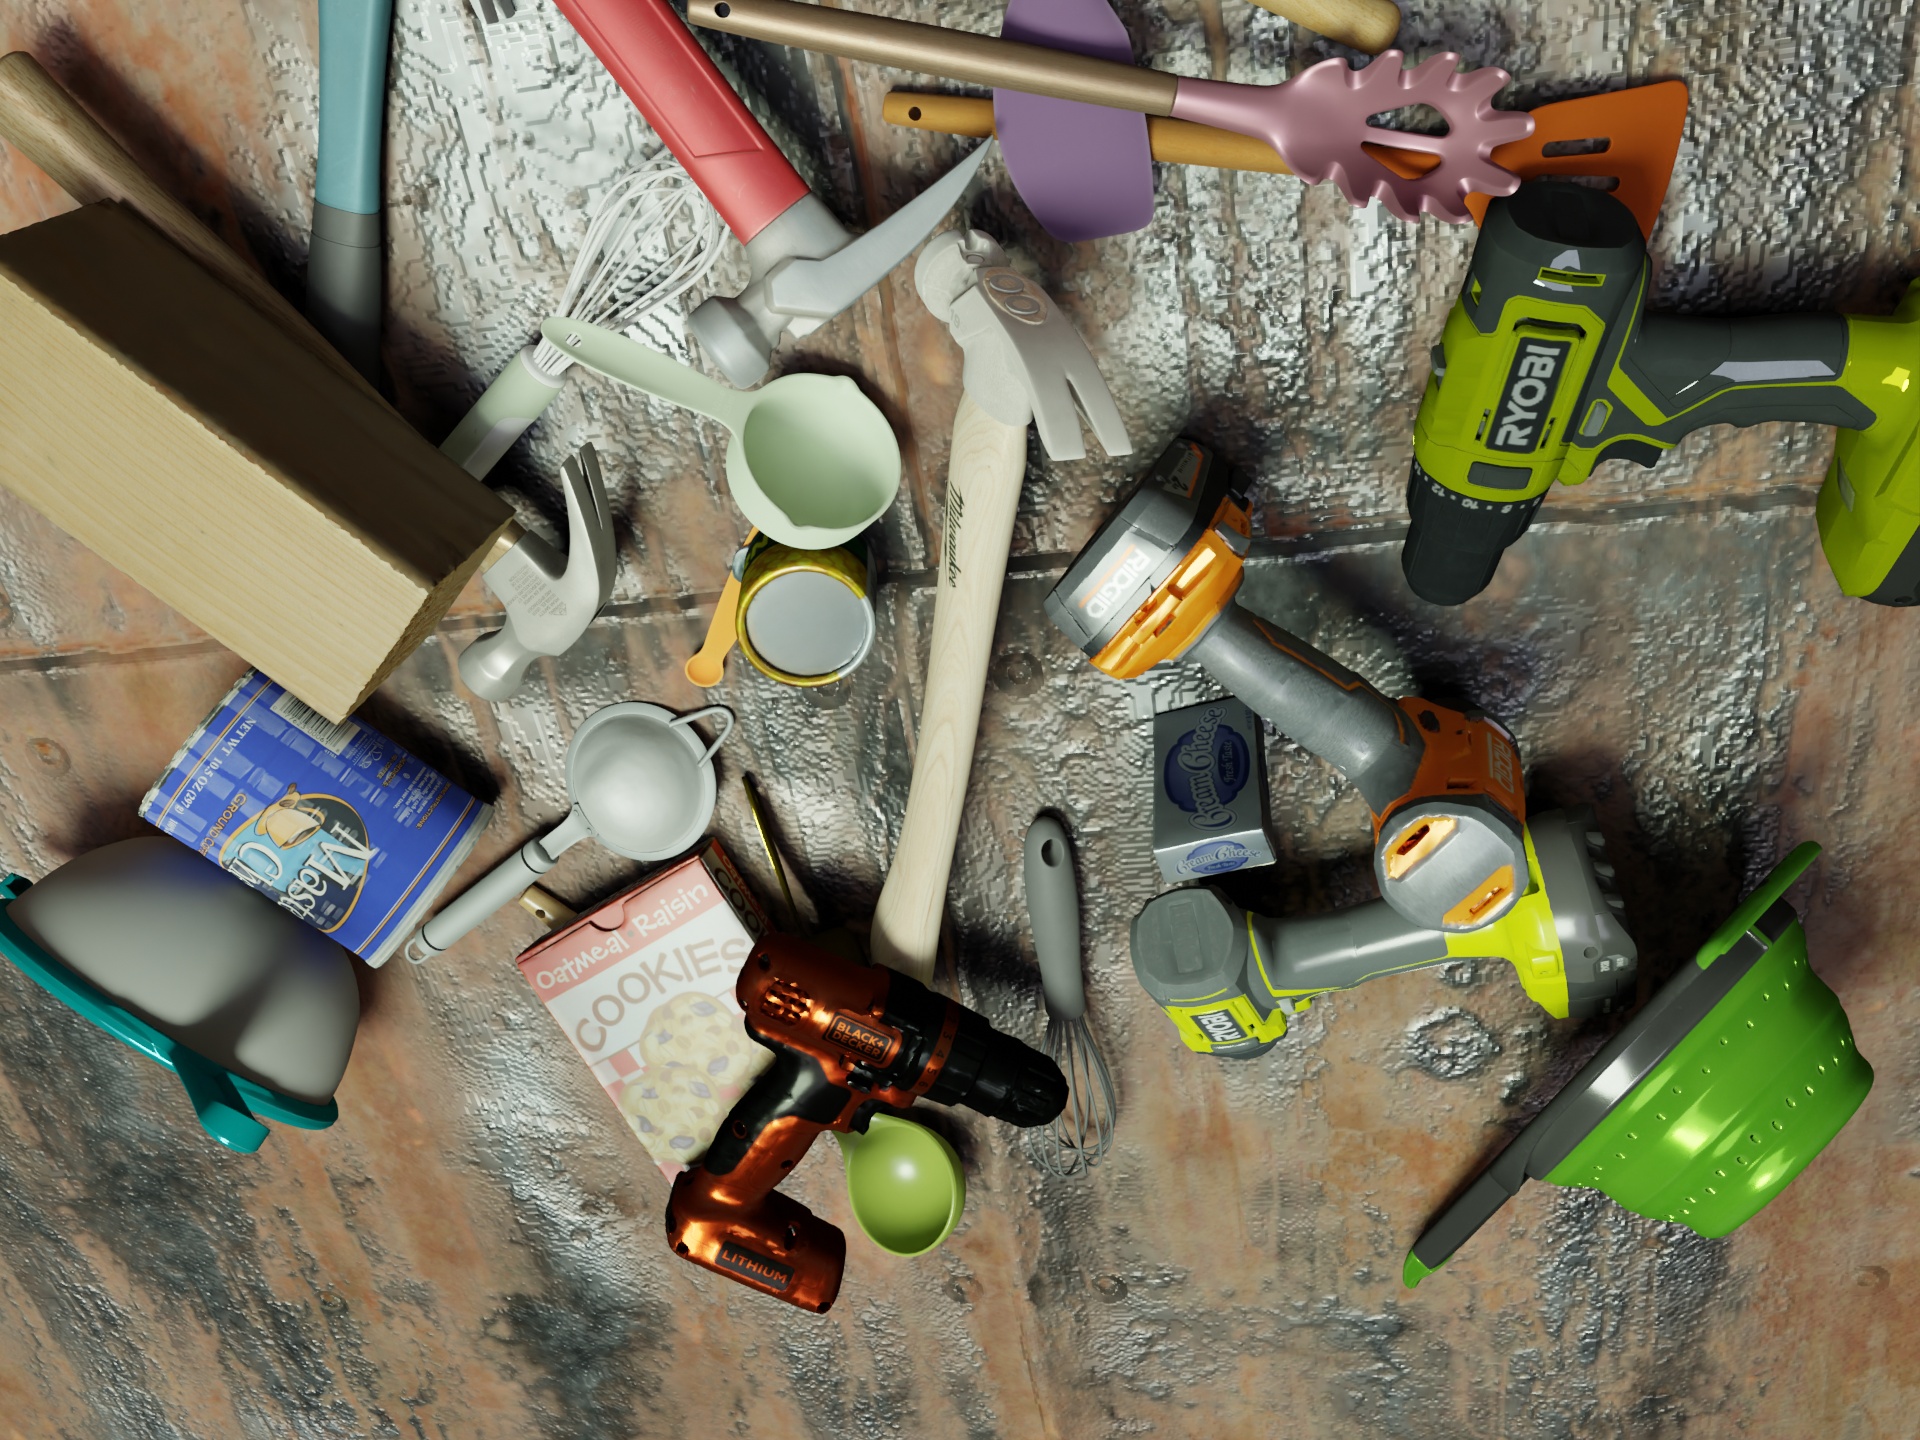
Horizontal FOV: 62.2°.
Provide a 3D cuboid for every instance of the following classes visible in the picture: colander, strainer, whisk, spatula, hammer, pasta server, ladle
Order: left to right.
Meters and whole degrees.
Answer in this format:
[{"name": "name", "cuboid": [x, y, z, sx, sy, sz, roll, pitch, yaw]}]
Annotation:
[{"name": "strainer", "cuboid": [-0.370, 0.130, 0.809, 0.210, 0.340, 0.095, 42, 72, -28]}, {"name": "hammer", "cuboid": [-0.287, -0.157, 0.705, 0.130, 0.031, 0.331, -36, 108, 27]}, {"name": "hammer", "cuboid": [-0.274, -0.217, 0.707, 0.128, 0.033, 0.330, 15, 121, -1]}, {"name": "strainer", "cuboid": [-0.222, 0.070, 0.861, 0.258, 0.050, 0.087, -35, 92, 25]}, {"name": "whisk", "cuboid": [-0.183, -0.165, 0.720, 0.246, 0.057, 0.059, -38, 74, 29]}, {"name": "hammer", "cuboid": [-0.153, -0.323, 0.604, 0.143, 0.038, 0.386, -39, 102, 2]}, {"name": "ladle", "cuboid": [-0.126, 0.201, 0.922, 0.320, 0.062, 0.078, 39, 111, -12]}, {"name": "hammer", "cuboid": [-0.001, -0.002, 0.731, 0.038, 0.146, 0.410, -8, 135, -19]}, {"name": "spatula", "cuboid": [0.021, -0.316, 0.565, 0.060, 0.018, 0.315, -6, 132, 12]}, {"name": "whisk", "cuboid": [0.055, 0.158, 0.881, 0.055, 0.055, 0.238, -3, 116, 9]}, {"name": "pasta server", "cuboid": [0.054, -0.240, 0.597, 0.316, 0.040, 0.060, 9, 108, -4]}, {"name": "whisk", "cuboid": [0.058, -0.314, 0.605, 0.245, 0.047, 0.051, 20, 128, -10]}, {"name": "spatula", "cuboid": [0.128, -0.235, 0.652, 0.322, 0.041, 0.081, 9, 122, 6]}, {"name": "colander", "cuboid": [0.338, 0.227, 0.810, 0.095, 0.204, 0.396, 44, 143, 23]}]

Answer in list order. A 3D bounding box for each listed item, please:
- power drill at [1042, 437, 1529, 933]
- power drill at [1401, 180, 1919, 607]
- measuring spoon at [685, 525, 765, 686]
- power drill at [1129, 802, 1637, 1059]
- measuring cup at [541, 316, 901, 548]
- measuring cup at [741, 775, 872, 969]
[{"name": "power drill", "cuboid": [0.156, -0.022, 0.710, 0.226, 0.164, 0.084, 40, 118, -2]}, {"name": "power drill", "cuboid": [0.304, -0.115, 0.662, 0.228, 0.080, 0.190, 8, 136, 4]}, {"name": "measuring spoon", "cuboid": [-0.108, -0.065, 0.790, 0.021, 0.011, 0.117, 23, 117, -16]}, {"name": "power drill", "cuboid": [0.212, 0.119, 0.799, 0.223, 0.080, 0.171, -14, 150, 16]}, {"name": "measuring cup", "cuboid": [-0.108, -0.131, 0.705, 0.167, 0.083, 0.038, 23, 156, -16]}, {"name": "measuring cup", "cuboid": [-0.079, 0.097, 0.864, 0.029, 0.062, 0.156, -21, 105, -5]}]
